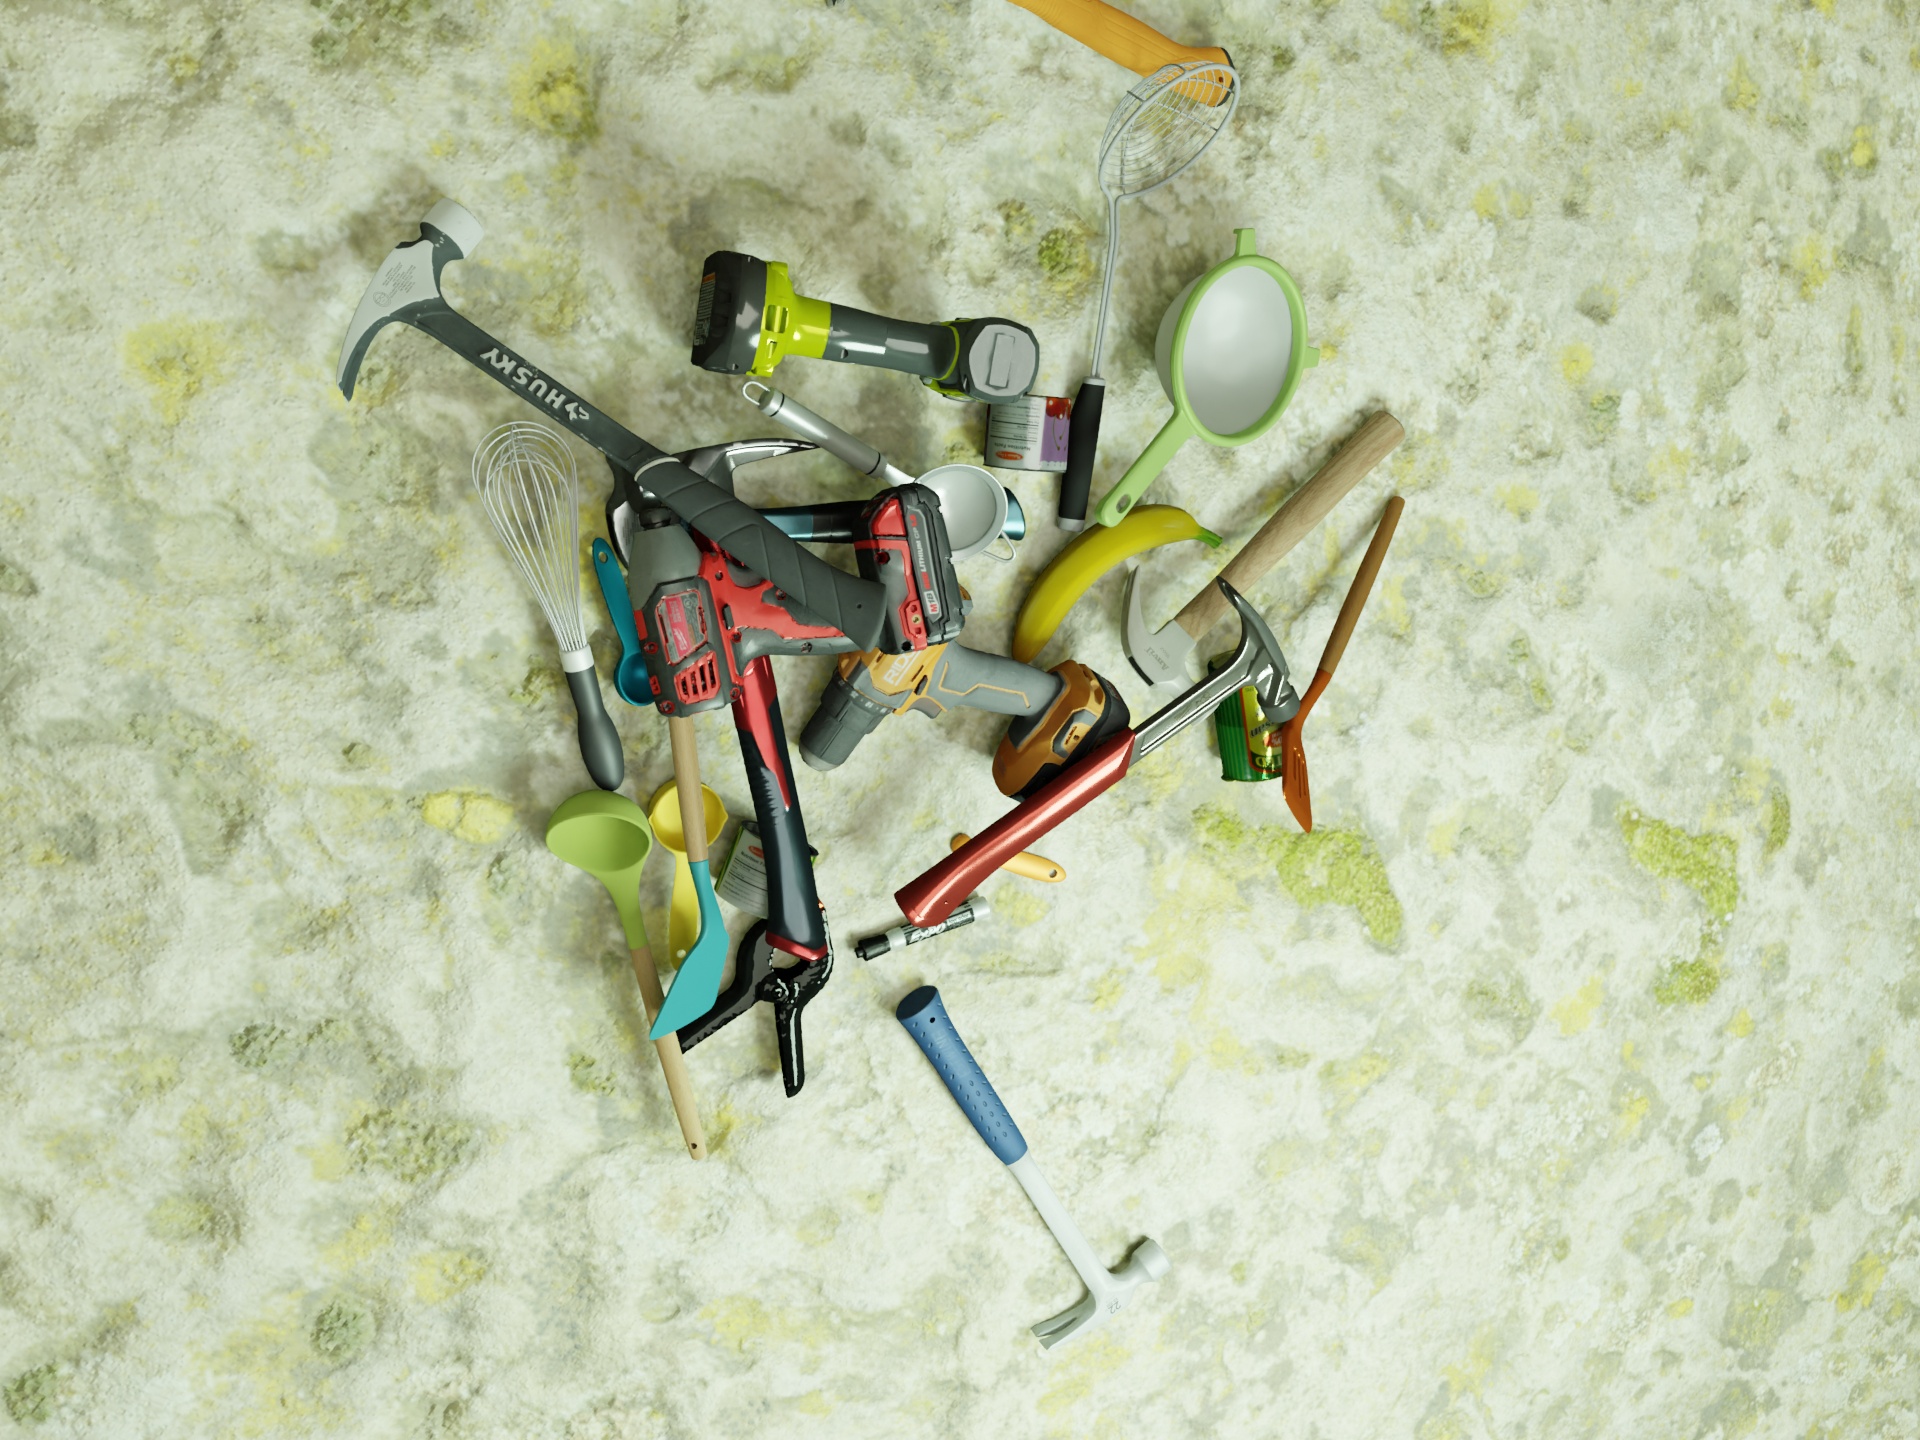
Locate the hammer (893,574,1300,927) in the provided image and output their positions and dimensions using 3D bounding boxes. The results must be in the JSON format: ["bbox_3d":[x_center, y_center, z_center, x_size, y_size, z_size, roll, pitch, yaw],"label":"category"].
[{"bbox_3d":[0.097,0.040,1.244,0.359,0.037,0.149,-36,131,2],"label":"hammer"}]

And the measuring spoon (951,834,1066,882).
[{"bbox_3d":[0.044,0.121,1.361,0.116,0.011,0.021,19,95,-27],"label":"measuring spoon"}]

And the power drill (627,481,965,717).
[{"bbox_3d":[-0.119,-0.094,1.104,0.219,0.078,0.143,-15,98,-16],"label":"power drill"}]

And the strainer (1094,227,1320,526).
[{"bbox_3d":[0.175,-0.261,1.280,0.256,0.069,0.151,-51,130,-9],"label":"strainer"}]

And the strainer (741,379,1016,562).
[{"bbox_3d":[-0.056,-0.186,1.165,0.258,0.050,0.087,27,118,-38],"label":"strainer"}]

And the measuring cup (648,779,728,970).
[{"bbox_3d":[-0.217,0.119,1.237,0.062,0.029,0.156,-1,106,-24],"label":"measuring cup"}]

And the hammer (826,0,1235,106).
[{"bbox_3d":[0.064,-0.531,1.188,0.336,0.034,0.127,15,96,-26],"label":"hammer"}]

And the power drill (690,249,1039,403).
[{"bbox_3d":[-0.072,-0.270,1.131,0.223,0.171,0.080,7,100,-17],"label":"power drill"}]

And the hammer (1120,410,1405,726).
[{"bbox_3d":[0.263,-0.152,1.359,0.130,0.031,0.331,46,75,0],"label":"hammer"}]

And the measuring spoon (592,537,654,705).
[{"bbox_3d":[-0.254,-0.072,1.177,0.042,0.021,0.128,-27,106,-46],"label":"measuring spoon"}]

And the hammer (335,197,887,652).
[{"bbox_3d":[-0.219,-0.172,1.045,0.409,0.036,0.149,35,77,0],"label":"hammer"}]

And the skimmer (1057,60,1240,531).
[{"bbox_3d":[0.139,-0.323,1.244,0.127,0.090,0.363,-12,114,-55],"label":"skimmer"}]

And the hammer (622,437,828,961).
[{"bbox_3d":[-0.136,-0.012,1.172,0.143,0.038,0.386,-16,102,-22],"label":"hammer"}]

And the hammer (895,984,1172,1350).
[{"bbox_3d":[0.050,0.400,1.423,0.144,0.035,0.405,-36,115,-12],"label":"hammer"}]

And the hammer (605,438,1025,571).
[{"bbox_3d":[-0.103,-0.152,1.213,0.331,0.033,0.128,-5,105,-23],"label":"hammer"}]

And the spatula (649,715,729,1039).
[{"bbox_3d":[-0.209,0.079,1.188,0.082,0.044,0.317,-19,106,-61],"label":"spatula"}]

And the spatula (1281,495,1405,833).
[{"bbox_3d":[0.334,-0.059,1.383,0.080,0.041,0.323,47,64,-50],"label":"spatula"}]

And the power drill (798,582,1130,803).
[{"bbox_3d":[-0.002,-0.004,1.263,0.226,0.084,0.185,28,109,-27],"label":"power drill"}]

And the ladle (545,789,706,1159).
[{"bbox_3d":[-0.242,0.201,1.215,0.078,0.062,0.320,-10,106,8],"label":"ladle"}]

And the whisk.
[{"bbox_3d":[-0.283,-0.076,1.142,0.070,0.070,0.284,-19,115,-19],"label":"whisk"}]
